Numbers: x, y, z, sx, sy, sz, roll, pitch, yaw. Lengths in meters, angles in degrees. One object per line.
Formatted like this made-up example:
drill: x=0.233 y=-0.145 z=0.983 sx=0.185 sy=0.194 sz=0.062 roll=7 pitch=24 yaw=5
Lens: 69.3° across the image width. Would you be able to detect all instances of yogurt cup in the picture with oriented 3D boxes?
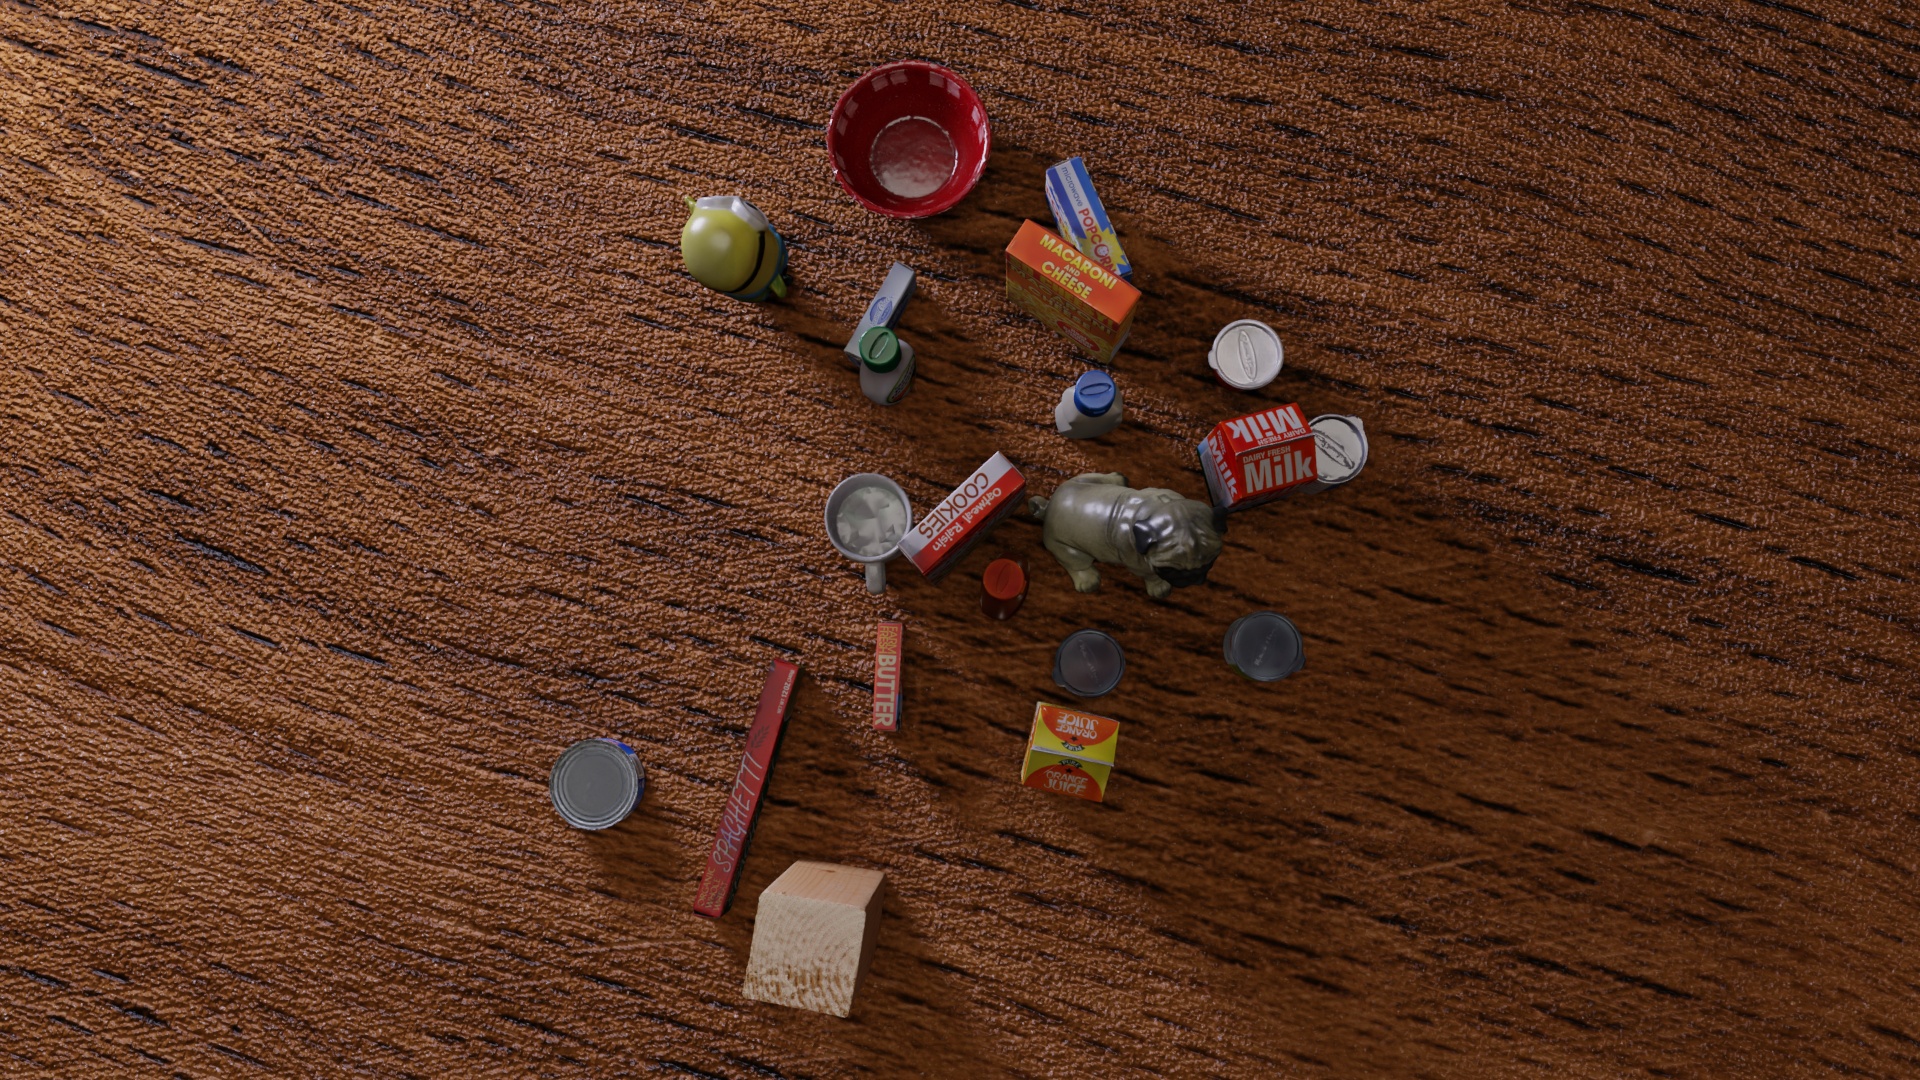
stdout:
yogurt cup: x=0.275 y=-0.175 z=1.346 sx=0.072 sy=0.054 sz=0.072 roll=0 pitch=84 yaw=2

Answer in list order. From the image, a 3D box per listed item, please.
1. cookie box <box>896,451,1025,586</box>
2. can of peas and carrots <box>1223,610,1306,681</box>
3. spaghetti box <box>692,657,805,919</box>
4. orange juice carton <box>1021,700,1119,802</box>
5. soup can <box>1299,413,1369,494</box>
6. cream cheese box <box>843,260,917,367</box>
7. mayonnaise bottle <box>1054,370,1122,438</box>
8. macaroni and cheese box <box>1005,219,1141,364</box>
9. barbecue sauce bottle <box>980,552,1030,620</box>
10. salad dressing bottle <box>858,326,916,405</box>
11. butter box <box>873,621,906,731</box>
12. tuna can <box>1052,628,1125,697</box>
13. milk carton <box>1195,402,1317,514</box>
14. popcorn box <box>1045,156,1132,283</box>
cookie box: x=0.005 y=-0.016 z=1.282 sx=0.123 sy=0.167 sz=0.040 roll=-43 pitch=85 yaw=-2
can of peas and carrots: x=0.288 y=0.102 z=1.314 sx=0.071 sy=0.058 sz=0.071 roll=0 pitch=84 yaw=2
spaghetti box: x=-0.200 y=0.235 z=1.321 sx=0.029 sy=0.050 sz=0.250 roll=17 pitch=85 yaw=4
orange juice carton: x=0.097 y=0.188 z=1.245 sx=0.072 sy=0.192 sz=0.073 roll=13 pitch=85 yaw=3
soup can: x=0.346 y=-0.082 z=1.319 sx=0.071 sy=0.083 sz=0.071 roll=0 pitch=84 yaw=2
cream cheese box: x=-0.077 y=-0.219 z=1.363 sx=0.024 sy=0.053 sz=0.104 roll=29 pitch=86 yaw=4
mayonnaise bottle: x=0.123 y=-0.127 z=1.299 sx=0.065 sy=0.148 sz=0.041 roll=-11 pitch=84 yaw=1
macaroni and cheese box: x=0.103 y=-0.231 z=1.301 sx=0.124 sy=0.166 sz=0.040 roll=34 pitch=87 yaw=5
barbecue sauce bottle: x=0.041 y=0.040 z=1.284 sx=0.044 sy=0.148 sz=0.065 roll=21 pitch=86 yaw=4
salad dressing bottle: x=-0.071 y=-0.167 z=1.310 sx=0.044 sy=0.147 sz=0.064 roll=31 pitch=87 yaw=5
butter box: x=-0.067 y=0.130 z=1.326 sx=0.024 sy=0.053 sz=0.103 roll=2 pitch=84 yaw=2
tuna can: x=0.121 y=0.119 z=1.331 sx=0.071 sy=0.033 sz=0.071 roll=0 pitch=84 yaw=2
milk carton: x=0.271 y=-0.074 z=1.267 sx=0.072 sy=0.190 sz=0.073 roll=-15 pitch=84 yaw=1
popcorn box: x=0.123 y=-0.298 z=1.348 sx=0.038 sy=0.085 sz=0.127 roll=-23 pitch=84 yaw=0
